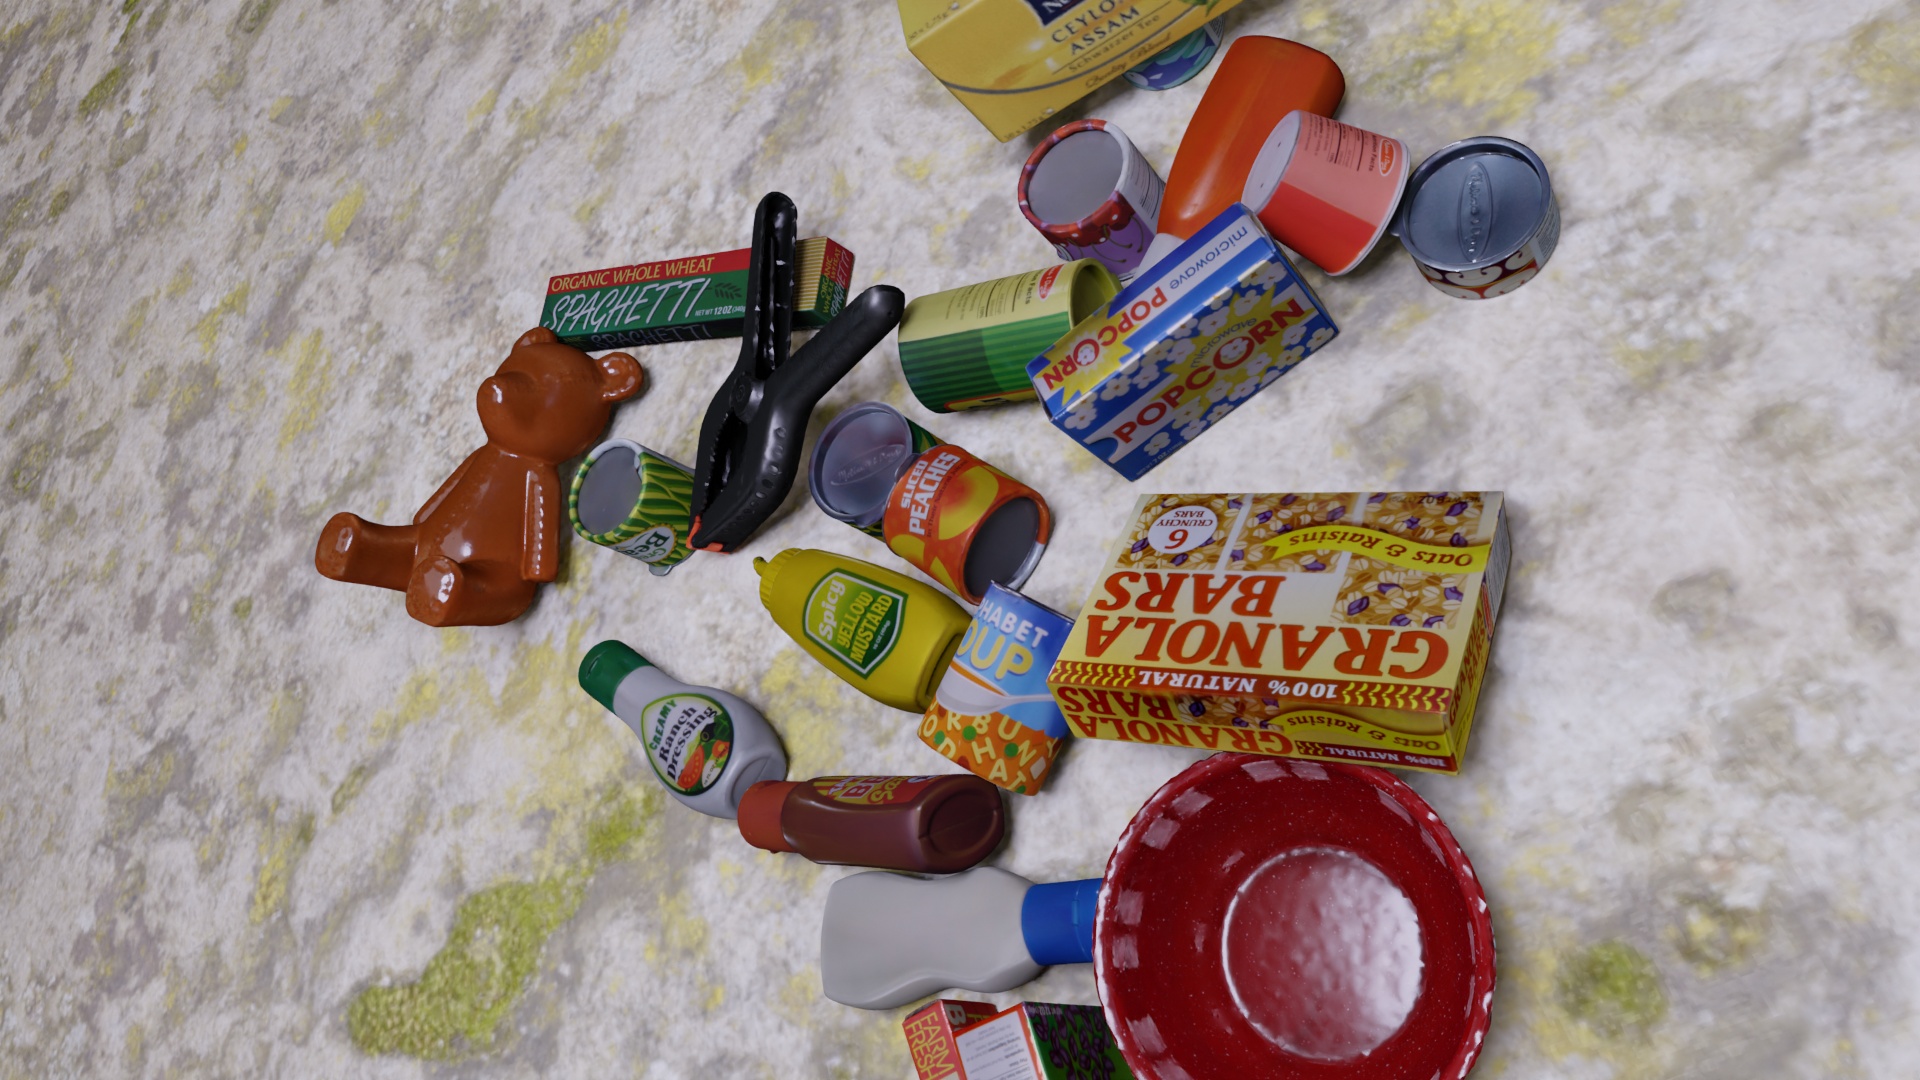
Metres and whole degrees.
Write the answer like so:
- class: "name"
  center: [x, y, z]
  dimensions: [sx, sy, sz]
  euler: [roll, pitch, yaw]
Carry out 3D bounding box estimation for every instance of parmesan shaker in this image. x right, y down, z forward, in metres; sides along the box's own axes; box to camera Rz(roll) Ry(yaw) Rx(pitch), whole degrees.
- class: "parmesan shaker"
  center: [0.029, -0.106, 0.727]
  dimensions: [0.103, 0.071, 0.071]
  euler: [-7, 70, 32]

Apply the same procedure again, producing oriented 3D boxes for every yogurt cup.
- class: "yogurt cup"
  center: [0.167, -0.164, 0.645]
  dimensions: [0.072, 0.054, 0.072]
  euler: [-156, 88, -80]

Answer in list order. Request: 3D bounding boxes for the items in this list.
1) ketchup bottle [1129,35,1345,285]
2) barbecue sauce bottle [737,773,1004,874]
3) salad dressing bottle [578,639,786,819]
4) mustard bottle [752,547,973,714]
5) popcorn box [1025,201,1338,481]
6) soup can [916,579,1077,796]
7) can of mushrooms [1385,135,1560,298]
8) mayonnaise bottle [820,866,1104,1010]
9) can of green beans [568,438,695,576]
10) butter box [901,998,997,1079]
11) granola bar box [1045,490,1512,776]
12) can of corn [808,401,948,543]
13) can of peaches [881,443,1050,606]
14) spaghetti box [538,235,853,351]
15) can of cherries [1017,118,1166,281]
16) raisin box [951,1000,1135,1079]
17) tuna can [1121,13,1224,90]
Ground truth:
- class: "ketchup bottle"
  center: [0.132, -0.178, 0.698]
  dimensions: [0.065, 0.043, 0.149]
  euler: [28, 90, 37]
- class: "barbecue sauce bottle"
  center: [-0.052, 0.138, 0.688]
  dimensions: [0.148, 0.065, 0.043]
  euler: [-9, 90, 43]
- class: "salad dressing bottle"
  center: [-0.161, 0.103, 0.785]
  dimensions: [0.148, 0.044, 0.064]
  euler: [27, 88, 37]
- class: "mustard bottle"
  center: [-0.062, 0.039, 0.741]
  dimensions: [0.160, 0.049, 0.065]
  euler: [23, 85, 36]
- class: "popcorn box"
  center: [0.105, -0.090, 0.657]
  dimensions: [0.126, 0.085, 0.038]
  euler: [-37, 56, 18]
- class: "soup can"
  center: [0.024, 0.069, 0.660]
  dimensions: [0.071, 0.071, 0.084]
  euler: [26, 89, 37]
- class: "can of mushrooms"
  center: [0.232, -0.145, 0.628]
  dimensions: [0.071, 0.033, 0.071]
  euler: [-11, 68, 29]
- class: "mayonnaise bottle"
  center: [0.005, 0.183, 0.651]
  dimensions: [0.148, 0.041, 0.065]
  euler: [-13, 60, 27]
- class: "can of green beans"
  center: [-0.194, -0.022, 0.843]
  dimensions: [0.071, 0.058, 0.071]
  euler: [-12, 67, 30]
- class: "butter box"
  center: [0.012, 0.256, 0.611]
  dimensions: [0.024, 0.053, 0.104]
  euler: [-34, 58, 17]
- class: "granola bar box"
  center: [0.136, 0.033, 0.588]
  dimensions: [0.165, 0.039, 0.125]
  euler: [1, 43, 33]
- class: "can of corn"
  center: [-0.037, -0.031, 0.744]
  dimensions: [0.071, 0.058, 0.071]
  euler: [-12, 67, 29]
- class: "can of peaches"
  center: [0.003, -0.009, 0.703]
  dimensions: [0.058, 0.071, 0.071]
  euler: [33, 92, 35]
- class: "spaghetti box"
  center: [-0.179, -0.156, 0.900]
  dimensions: [0.250, 0.028, 0.050]
  euler: [0, 74, 33]
- class: "can of cherries"
  center: [0.069, -0.176, 0.728]
  dimensions: [0.071, 0.058, 0.072]
  euler: [-11, 67, 29]
- class: "raisin box"
  center: [0.049, 0.256, 0.567]
  dimensions: [0.040, 0.086, 0.124]
  euler: [-31, 59, 19]
- class: "tuna can"
  center: [0.106, -0.281, 0.758]
  dimensions: [0.071, 0.033, 0.071]
  euler: [-12, 67, 29]
